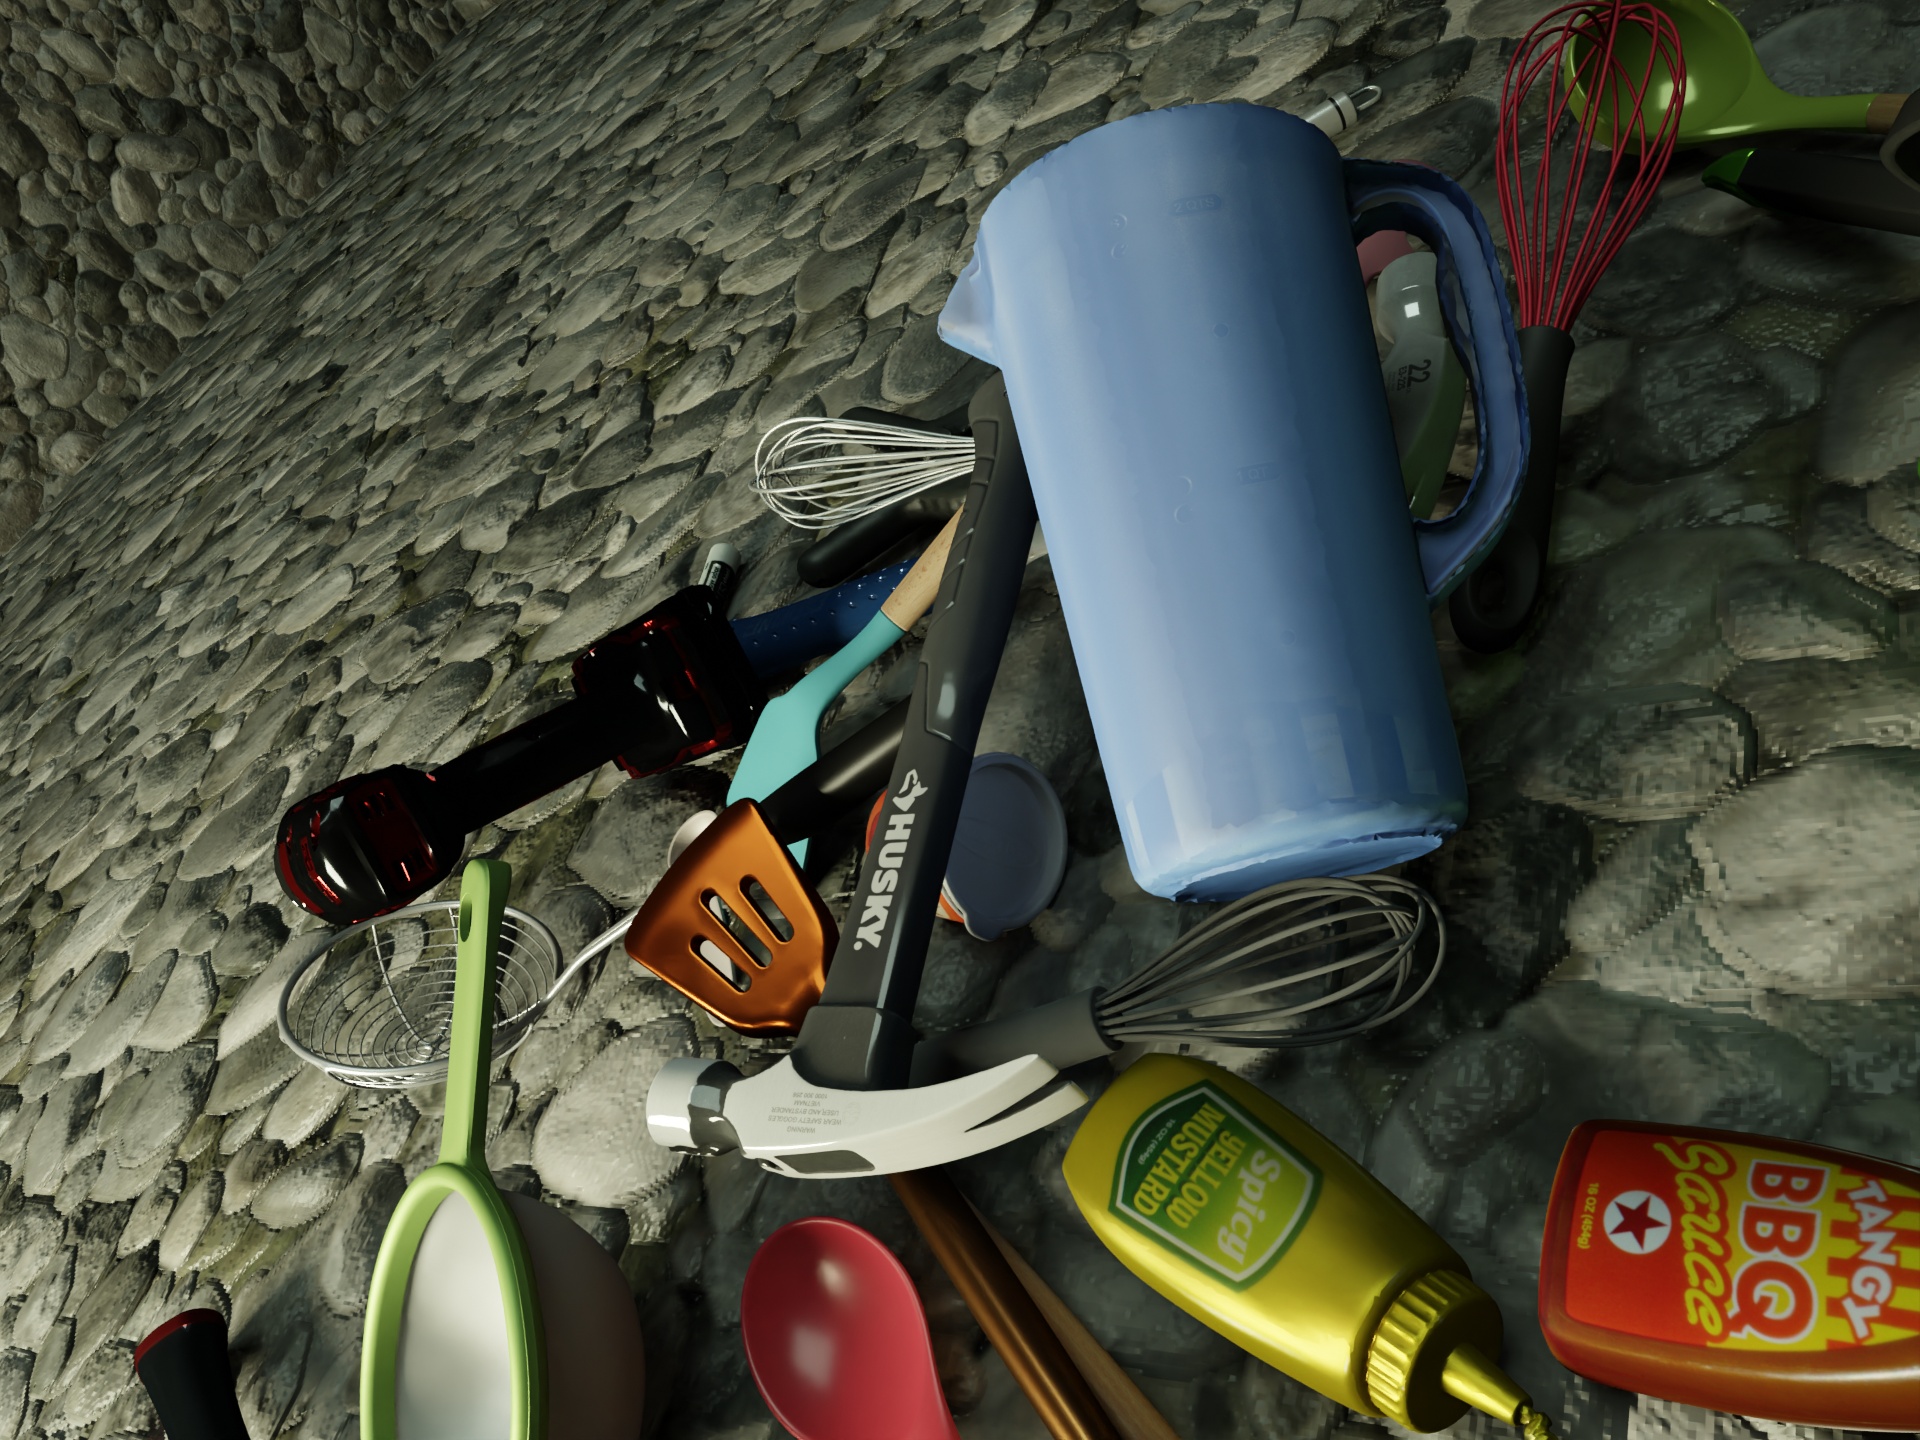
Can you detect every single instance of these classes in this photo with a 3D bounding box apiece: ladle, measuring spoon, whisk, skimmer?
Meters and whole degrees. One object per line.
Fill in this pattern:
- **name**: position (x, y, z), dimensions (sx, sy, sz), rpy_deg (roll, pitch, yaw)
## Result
- **ladle**: position (0.363, -0.233, 0.589), dimensions (0.078, 0.062, 0.320), rpy_deg (-45, 38, -7)
- **measuring spoon**: position (-0.111, 0.091, 0.724), dimensions (0.034, 0.018, 0.124), rpy_deg (-37, 42, 17)
- **whisk**: position (0.010, -0.130, 0.775), dimensions (0.246, 0.057, 0.059), rpy_deg (-3, 23, 18)
- **skimmer**: position (-0.154, 0.060, 0.690), dimensions (0.363, 0.090, 0.127), rpy_deg (-34, 18, 26)
- **ladle**: position (0.026, 0.238, 0.426), dimensions (0.316, 0.031, 0.069), rpy_deg (31, 95, 51)
- **whisk**: position (0.226, -0.160, 0.606), dimensions (0.073, 0.073, 0.296), rpy_deg (0, 66, 43)
- **whisk**: position (0.049, 0.104, 0.535), dimensions (0.239, 0.055, 0.055), rpy_deg (-25, 38, 29)

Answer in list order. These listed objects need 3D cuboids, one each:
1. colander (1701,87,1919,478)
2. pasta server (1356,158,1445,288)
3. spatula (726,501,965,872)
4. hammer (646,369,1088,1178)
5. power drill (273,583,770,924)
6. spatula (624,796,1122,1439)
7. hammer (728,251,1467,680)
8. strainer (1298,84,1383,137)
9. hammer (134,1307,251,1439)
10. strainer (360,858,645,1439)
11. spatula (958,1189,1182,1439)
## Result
- **colander**: position (0.312, -0.111, 0.472), dimensions (0.397, 0.204, 0.094), rpy_deg (-99, 28, -67)
- **pasta server**: position (0.161, -0.144, 0.708), dimensions (0.060, 0.040, 0.316), rpy_deg (-2, 55, 41)
- **spatula**: position (-0.006, -0.060, 0.696), dimensions (0.317, 0.044, 0.082), rpy_deg (-49, 43, 8)
- **hammer**: position (-0.001, -0.002, 0.574), dimensions (0.146, 0.035, 0.335), rpy_deg (-5, 55, 31)
- **power drill**: position (-0.207, 0.023, 0.736), dimensions (0.219, 0.078, 0.143), rpy_deg (-31, 8, -34)
- **spatula**: position (-0.027, 0.138, 0.526), dimensions (0.081, 0.041, 0.323), rpy_deg (-49, 40, 3)
- **hammer**: position (0.032, -0.077, 0.720), dimensions (0.405, 0.035, 0.144), rpy_deg (-18, 46, 36)
- **strainer**: position (0.117, -0.278, 0.877), dimensions (0.258, 0.050, 0.087), rpy_deg (-29, 43, 7)
- **hammer**: position (-0.249, 0.325, 0.563), dimensions (0.386, 0.038, 0.143), rpy_deg (12, 86, 54)
- **strainer**: position (-0.153, 0.179, 0.565), dimensions (0.151, 0.069, 0.256), rpy_deg (-19, 67, 50)
- **spatula**: position (0.059, 0.211, 0.432), dimensions (0.060, 0.018, 0.316), rpy_deg (-53, 37, -1)
